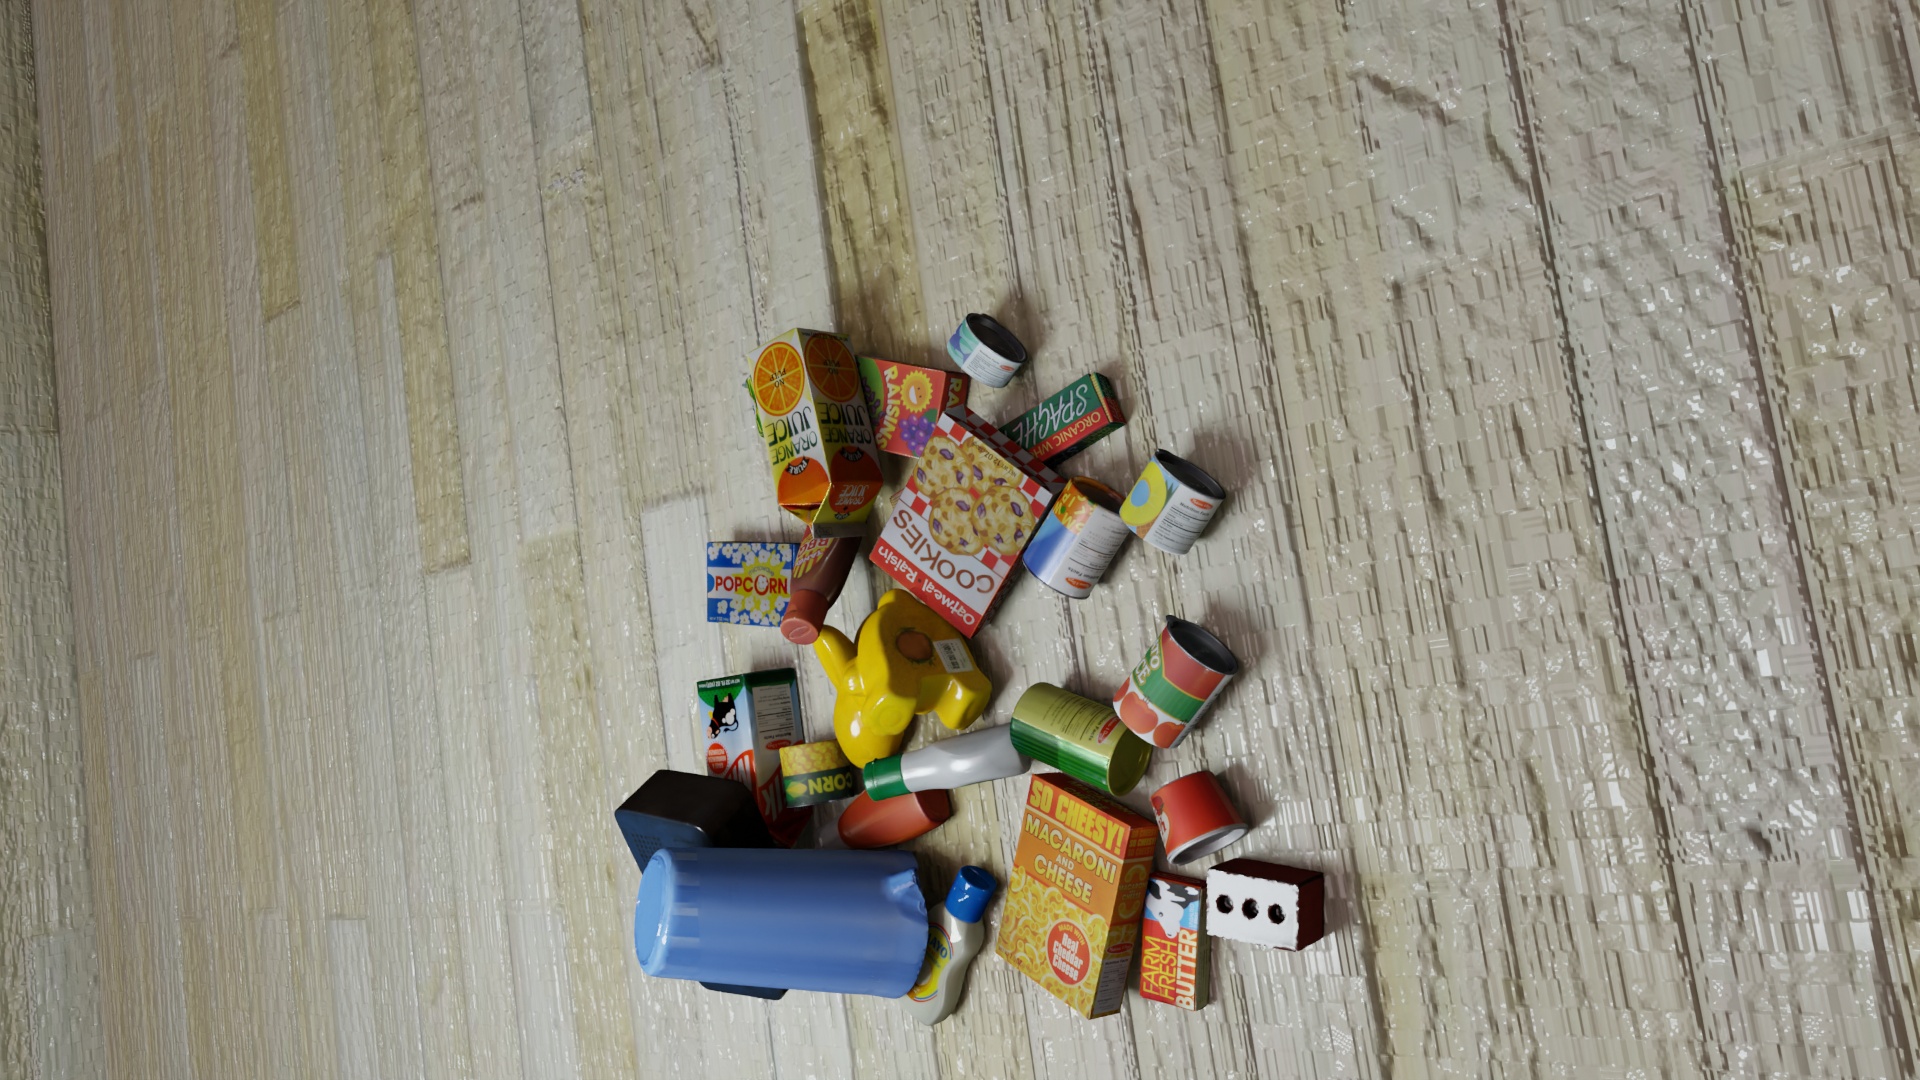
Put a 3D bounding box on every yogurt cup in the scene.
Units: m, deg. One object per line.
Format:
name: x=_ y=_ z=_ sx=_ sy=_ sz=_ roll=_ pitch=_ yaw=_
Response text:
yogurt cup: x=0.186 y=0.218 z=1.101 sx=0.072 sy=0.072 sz=0.054 roll=-39 pitch=59 yaw=31

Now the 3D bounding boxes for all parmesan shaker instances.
parmesan shaker: x=0.102 y=0.164 z=1.166 sx=0.103 sy=0.071 sz=0.071 roll=19 pitch=101 yaw=37

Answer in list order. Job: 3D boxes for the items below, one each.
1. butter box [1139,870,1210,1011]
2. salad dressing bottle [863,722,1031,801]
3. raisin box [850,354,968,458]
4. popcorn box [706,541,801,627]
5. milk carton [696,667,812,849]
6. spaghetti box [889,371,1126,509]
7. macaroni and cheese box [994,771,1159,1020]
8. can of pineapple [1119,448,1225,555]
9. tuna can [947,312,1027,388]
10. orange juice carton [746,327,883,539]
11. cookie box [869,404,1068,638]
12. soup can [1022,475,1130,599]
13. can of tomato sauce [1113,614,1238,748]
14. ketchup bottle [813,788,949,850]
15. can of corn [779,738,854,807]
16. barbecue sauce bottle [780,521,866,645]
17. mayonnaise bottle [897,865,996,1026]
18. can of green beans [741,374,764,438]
butter box: x=0.176 y=0.326 z=1.132 sx=0.053 sy=0.024 sz=0.103 roll=3 pitch=92 yaw=38
salad dressing bottle: x=-0.013 y=0.199 z=1.233 sx=0.147 sy=0.064 sz=0.044 roll=-15 pitch=99 yaw=16
raisin box: x=-0.055 y=-0.124 z=1.302 sx=0.123 sy=0.040 sz=0.086 roll=15 pitch=99 yaw=38
popcorn box: x=-0.202 y=0.044 z=1.414 sx=0.126 sy=0.038 sz=0.085 roll=1 pitch=91 yaw=37
milk carton: x=-0.204 y=0.228 z=1.392 sx=0.072 sy=0.073 sz=0.190 roll=-13 pitch=82 yaw=38
spaghetti box: x=0.038 y=-0.069 z=1.237 sx=0.249 sy=0.029 sz=0.050 roll=-30 pitch=73 yaw=34
macaroni and cheese box: x=0.096 y=0.295 z=1.170 sx=0.124 sy=0.040 sz=0.166 roll=20 pitch=101 yaw=49
can of pineapple: x=0.169 y=-0.031 z=1.114 sx=0.071 sy=0.071 sz=0.057 roll=43 pitch=115 yaw=29
tuna can: x=0.023 y=-0.169 z=1.227 sx=0.032 sy=0.071 sz=0.071 roll=-51 pitch=62 yaw=27
orange juice carton: x=-0.131 y=-0.095 z=1.290 sx=0.073 sy=0.072 sz=0.193 roll=-21 pitch=78 yaw=38
cookie box: x=0.004 y=-0.015 z=1.223 sx=0.123 sy=0.040 sz=0.166 roll=38 pitch=121 yaw=15
soup can: x=0.099 y=-0.005 z=1.167 sx=0.071 sy=0.071 sz=0.083 roll=42 pitch=114 yaw=29
can of tomato sauce: x=0.169 y=0.113 z=1.111 sx=0.071 sy=0.071 sz=0.082 roll=46 pitch=116 yaw=28
ketchup bottle: x=-0.079 y=0.263 z=1.315 sx=0.148 sy=0.043 sz=0.065 roll=-32 pitch=68 yaw=33
can of corn: x=-0.138 y=0.224 z=1.345 sx=0.071 sy=0.071 sz=0.058 roll=-15 pitch=81 yaw=37
barbecue sauce bottle: x=-0.132 y=0.032 z=1.304 sx=0.064 sy=0.043 sz=0.149 roll=-25 pitch=34 yaw=32
mayonnaise bottle: x=-0.012 y=0.365 z=1.265 sx=0.065 sy=0.041 sz=0.147 roll=36 pitch=111 yaw=34
can of green beans: x=-0.174 y=-0.138 z=1.376 sx=0.071 sy=0.071 sz=0.058 roll=-22 pitch=77 yaw=35
